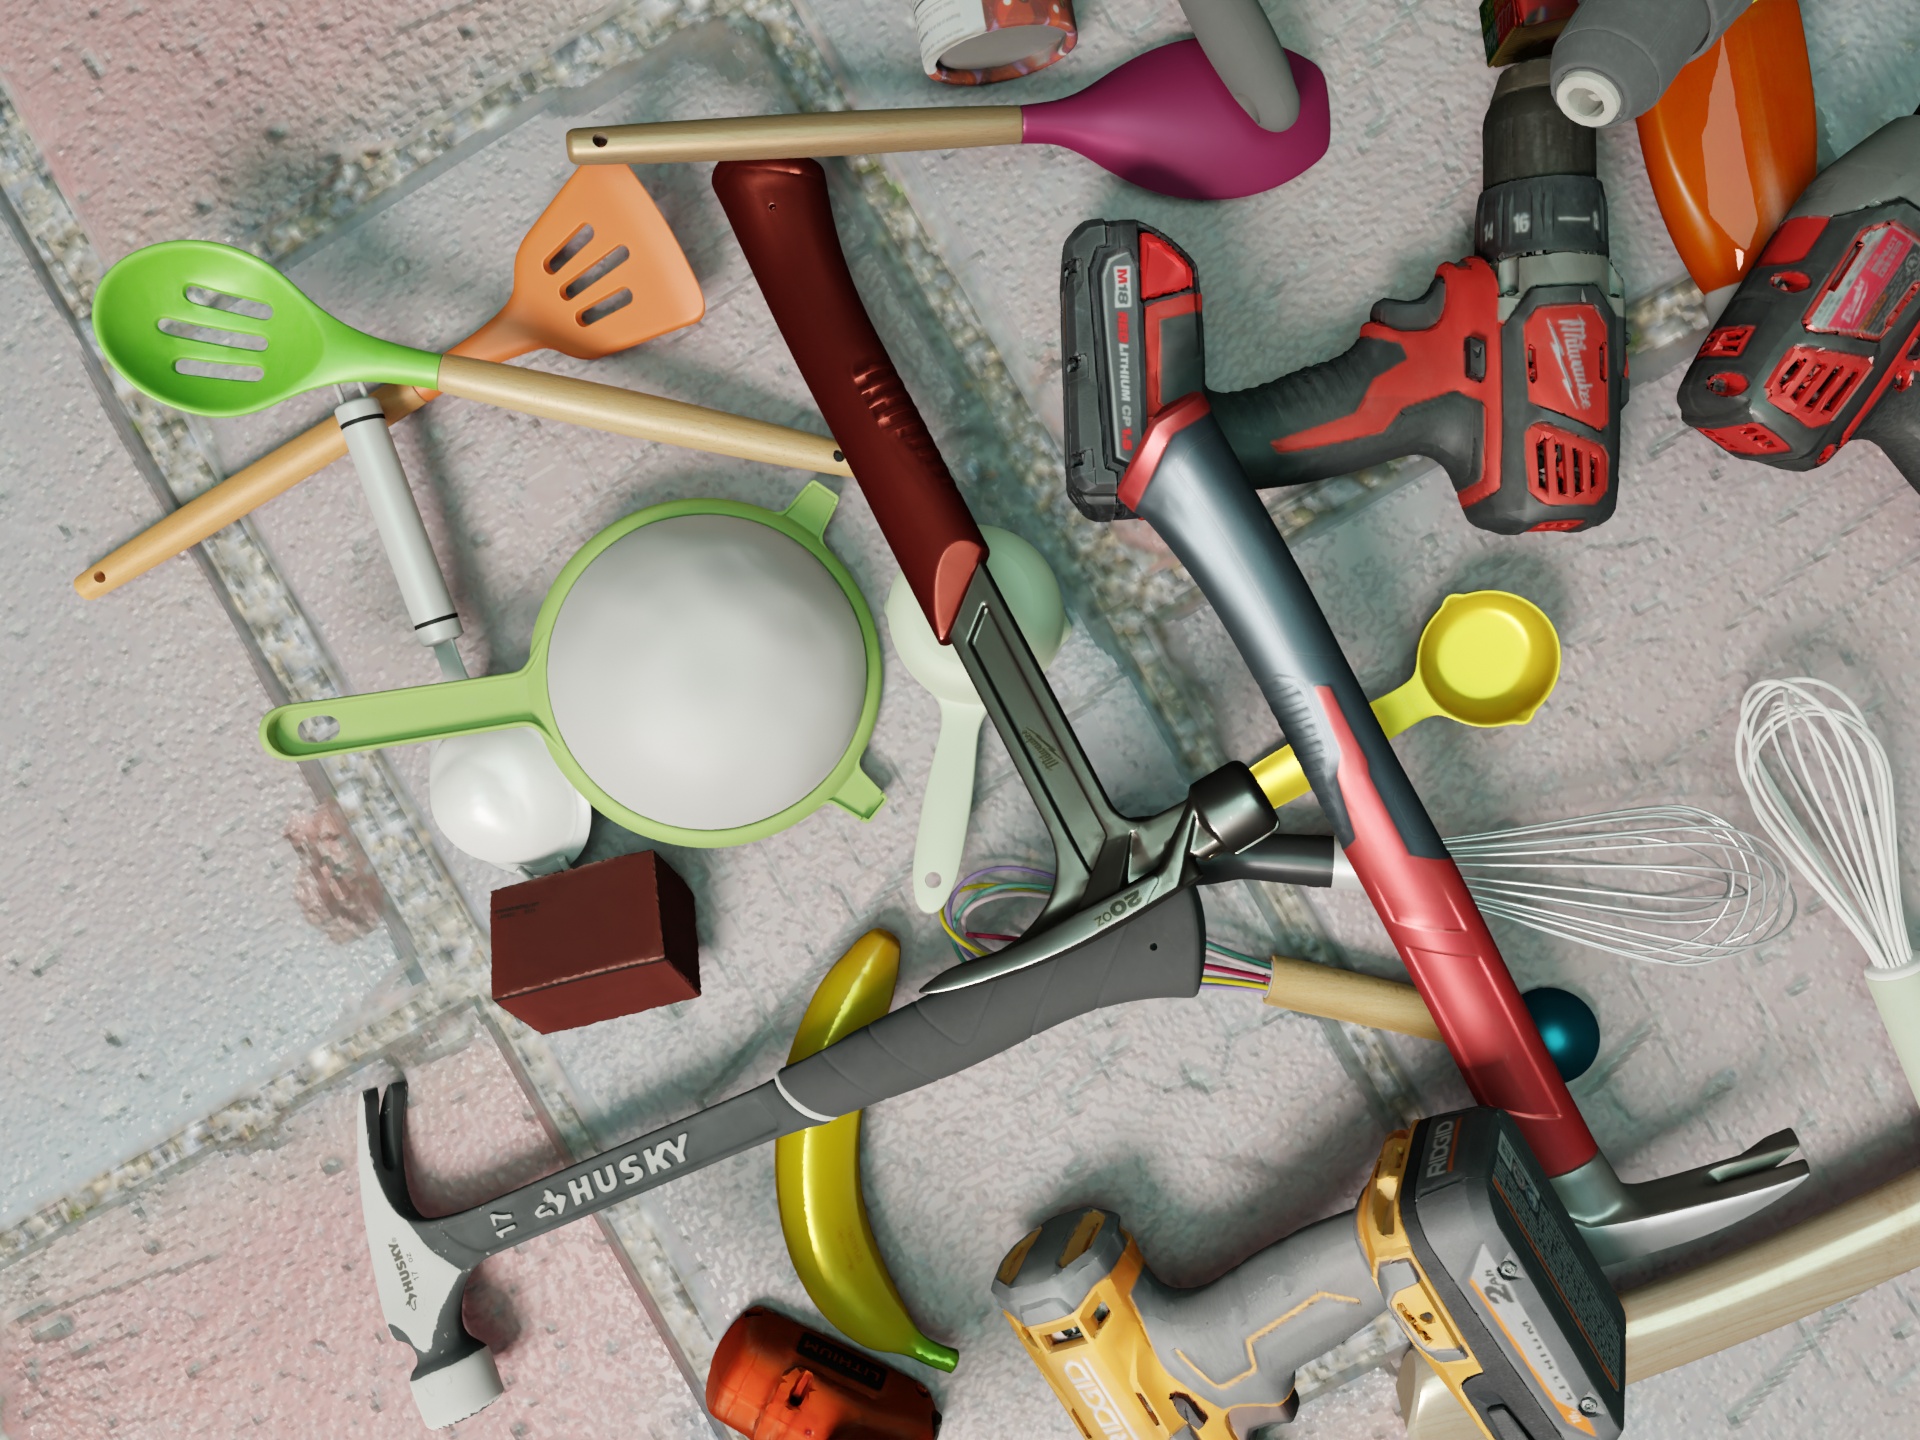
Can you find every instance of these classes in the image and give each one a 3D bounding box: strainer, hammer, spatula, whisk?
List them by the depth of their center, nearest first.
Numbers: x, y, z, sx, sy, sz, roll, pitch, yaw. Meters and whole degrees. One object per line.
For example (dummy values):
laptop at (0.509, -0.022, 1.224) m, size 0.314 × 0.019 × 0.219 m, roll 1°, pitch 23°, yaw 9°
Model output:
hammer at (0.182, 0.044, 0.614) m, size 0.143 × 0.038 × 0.386 m, roll -26°, pitch 101°, yaw 21°
hammer at (-0.022, -0.076, 0.641) m, size 0.149 × 0.036 × 0.359 m, roll -30°, pitch 76°, yaw 11°
hammer at (0.374, 0.215, 0.643) m, size 0.410 × 0.038 × 0.146 m, roll -29°, pitch 100°, yaw 13°
strainer at (-0.153, -0.014, 0.646) m, size 0.256 × 0.069 × 0.151 m, roll -9°, pitch 90°, yaw -13°
whisk at (0.077, -0.346, 0.648) m, size 0.055 × 0.055 × 0.239 m, roll -29°, pitch 89°, yaw 6°
whisk at (0.380, 0.093, 0.653) m, size 0.058 × 0.059 × 0.246 m, roll -26°, pitch 95°, yaw -11°
whisk at (0.196, 0.063, 0.663) m, size 0.284 × 0.070 × 0.070 m, roll 3°, pitch 93°, yaw 9°
hammer at (-0.083, 0.159, 0.667) m, size 0.409 × 0.036 × 0.149 m, roll -26°, pitch 81°, yaw 14°
whisk at (0.110, 0.109, 0.679) m, size 0.245 × 0.047 × 0.051 m, roll 12°, pitch 93°, yaw 1°
strainer at (-0.225, -0.031, 0.688) m, size 0.087 × 0.050 × 0.258 m, roll -16°, pitch 96°, yaw 28°
spatula at (-0.262, -0.135, 0.700) m, size 0.322 × 0.041 × 0.081 m, roll -29°, pitch 102°, yaw 7°

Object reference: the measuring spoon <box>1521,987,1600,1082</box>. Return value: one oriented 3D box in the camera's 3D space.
measuring spoon at (0.234, 0.175, 0.680) m, size 0.042 × 0.021 × 0.128 m, roll 25°, pitch 95°, yaw 3°

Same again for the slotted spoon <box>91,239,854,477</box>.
slotted spoon at (-0.192, -0.138, 0.668) m, size 0.313 × 0.031 × 0.070 m, roll 10°, pitch 90°, yaw -10°

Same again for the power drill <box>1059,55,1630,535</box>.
power drill at (0.155, -0.167, 0.645) m, size 0.226 × 0.080 × 0.188 m, roll -2°, pitch 93°, yaw 2°

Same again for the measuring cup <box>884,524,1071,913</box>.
measuring cup at (-0.001, -0.002, 0.671) m, size 0.083 × 0.038 × 0.168 m, roll 9°, pitch 83°, yaw 5°

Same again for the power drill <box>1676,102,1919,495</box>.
power drill at (0.396, -0.126, 0.602) m, size 0.219 × 0.078 × 0.143 m, roll 30°, pitch 95°, yaw -9°

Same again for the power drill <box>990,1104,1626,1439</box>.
power drill at (0.146, 0.265, 0.638) m, size 0.226 × 0.084 × 0.185 m, roll -28°, pitch 96°, yaw 29°

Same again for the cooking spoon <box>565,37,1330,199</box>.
cooking spoon at (-0.001, -0.245, 0.657) m, size 0.319 × 0.017 × 0.069 m, roll -5°, pitch 92°, yaw -6°

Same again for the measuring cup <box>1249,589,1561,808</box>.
measuring cup at (0.180, -0.002, 0.680) m, size 0.156 × 0.029 × 0.062 m, roll -32°, pitch 90°, yaw 18°

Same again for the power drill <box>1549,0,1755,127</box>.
power drill at (0.207, -0.333, 0.593) m, size 0.228 × 0.080 × 0.190 m, roll 33°, pitch 79°, yaw 15°
